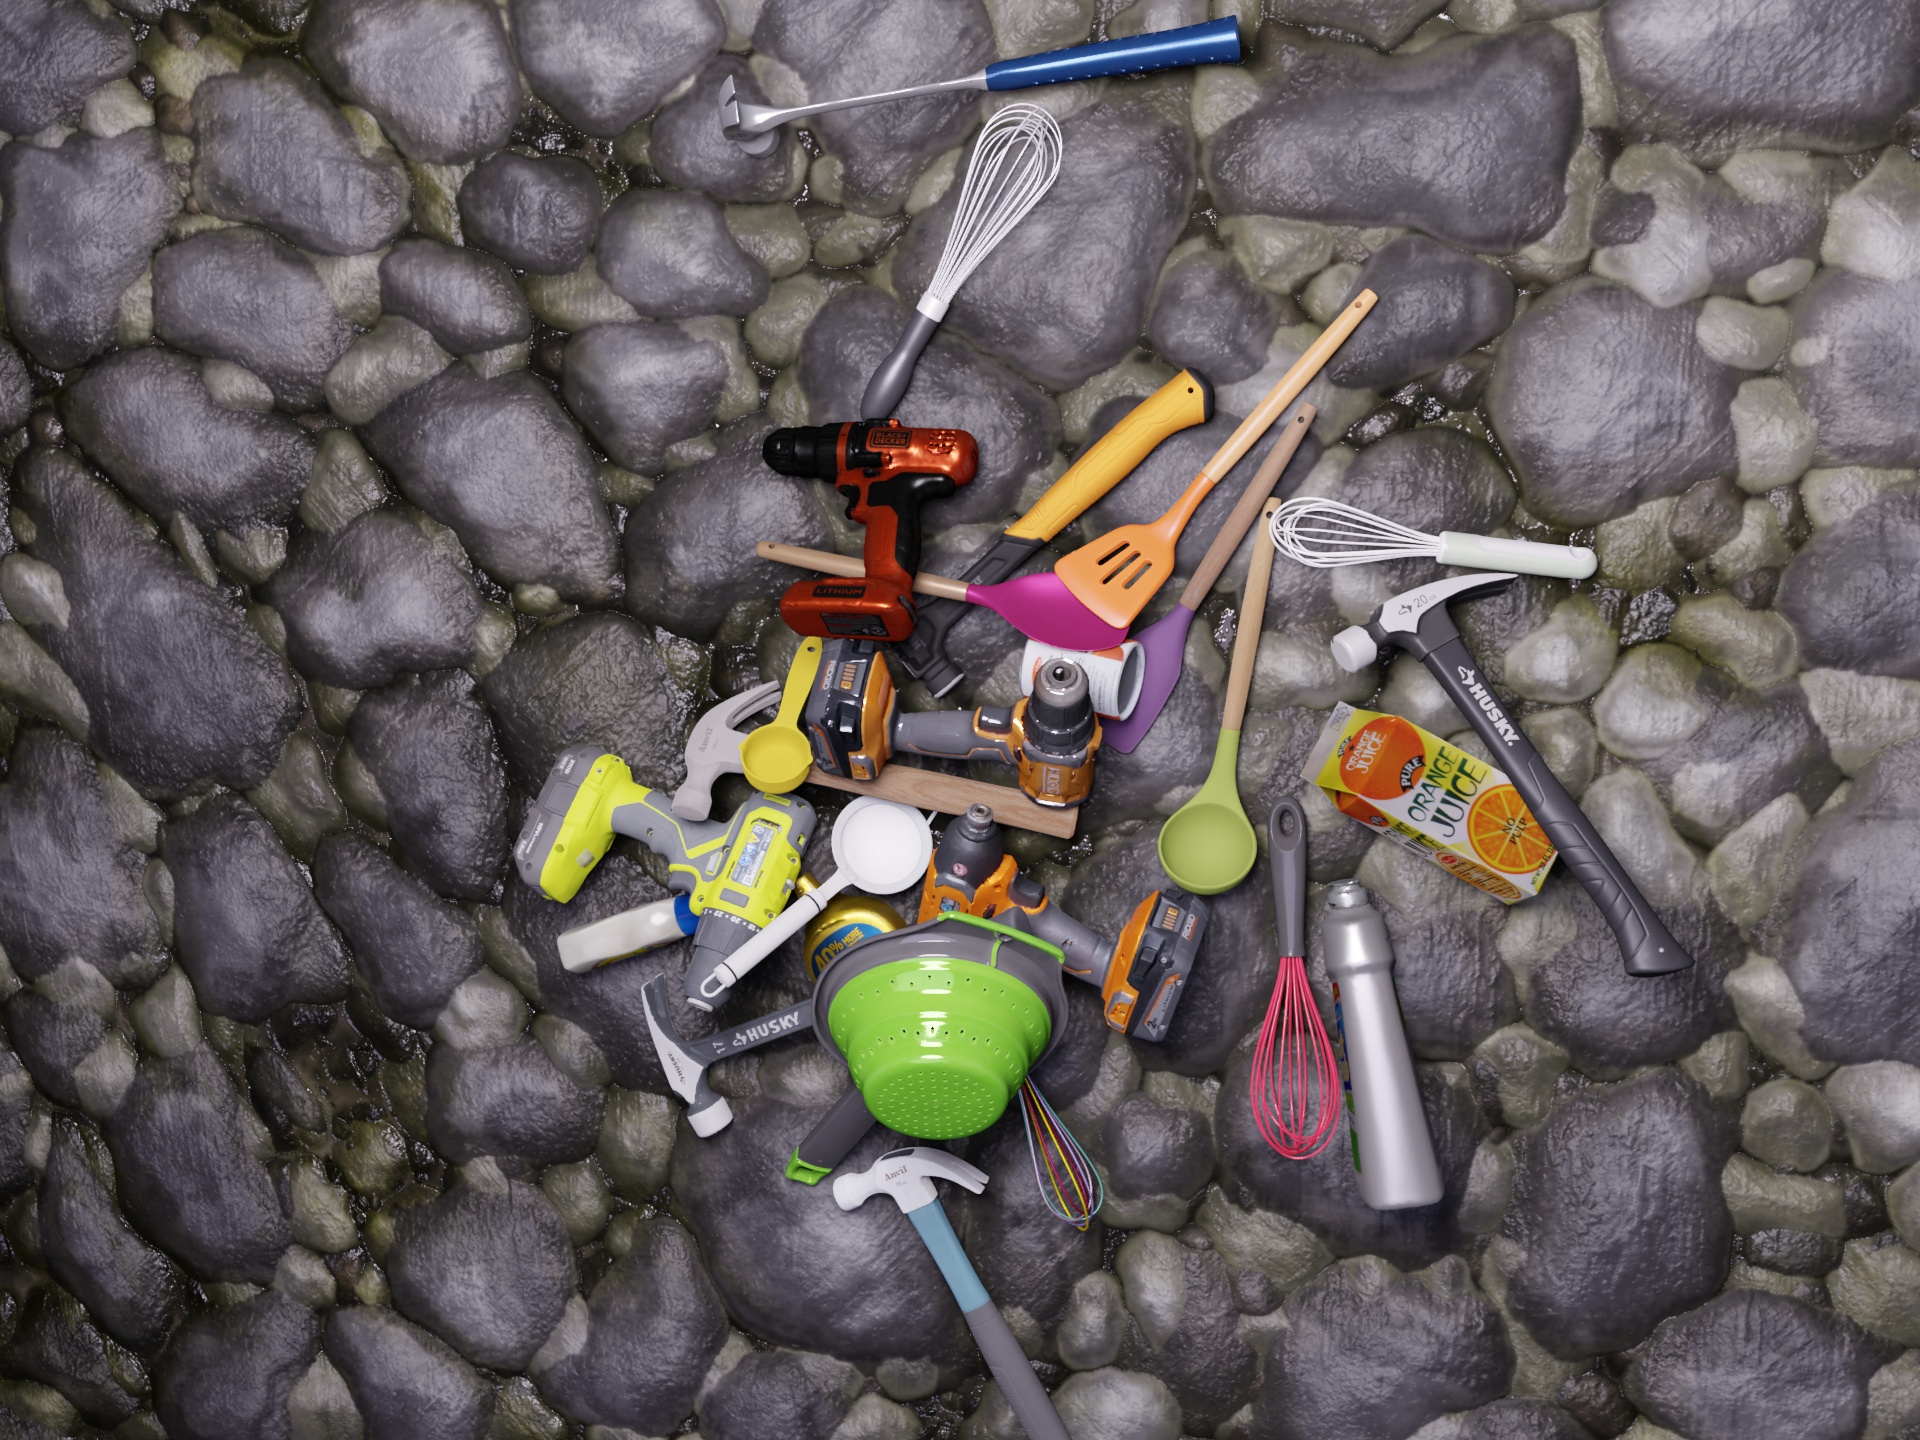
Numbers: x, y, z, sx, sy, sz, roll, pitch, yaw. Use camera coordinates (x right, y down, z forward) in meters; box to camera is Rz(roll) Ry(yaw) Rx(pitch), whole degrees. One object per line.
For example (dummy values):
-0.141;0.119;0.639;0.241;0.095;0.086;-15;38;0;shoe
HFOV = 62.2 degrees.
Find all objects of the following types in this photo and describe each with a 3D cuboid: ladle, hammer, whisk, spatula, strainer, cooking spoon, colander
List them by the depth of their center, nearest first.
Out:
0.425;0.041;1.168;0.146;0.035;0.335;-29;75;-10;hammer
0.361;-0.135;1.220;0.246;0.058;0.059;8;131;8;whisk
0.010;-0.492;1.224;0.405;0.144;0.035;-7;99;8;hammer
0.208;-0.210;1.241;0.322;0.041;0.081;-49;67;11;spatula
0.219;-0.018;1.264;0.078;0.062;0.320;11;97;14;ladle
0.193;-0.114;1.270;0.060;0.018;0.316;35;108;12;spatula
-0.005;-0.360;1.274;0.070;0.070;0.284;35;110;7;whisk
-0.055;0.310;1.282;0.204;0.095;0.397;22;131;-17;colander
-0.018;-0.109;1.284;0.319;0.017;0.069;13;64;14;cooking spoon
0.267;0.208;1.285;0.073;0.073;0.296;-2;91;14;whisk
0.064;-0.169;1.291;0.337;0.034;0.127;-40;88;15;hammer
-0.116;0.144;1.322;0.258;0.050;0.087;-39;86;-26;strainer
-0.065;0.048;1.331;0.331;0.031;0.130;11;62;4;hammer
-0.109;0.232;1.332;0.409;0.036;0.149;-26;93;31;hammer
0.062;0.319;1.355;0.051;0.047;0.245;-22;88;7;whisk
0.019;0.525;1.398;0.128;0.033;0.331;-29;90;17;hammer

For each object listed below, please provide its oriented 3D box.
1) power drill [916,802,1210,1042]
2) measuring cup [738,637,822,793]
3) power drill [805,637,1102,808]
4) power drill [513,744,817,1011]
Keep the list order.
0.079;0.156;1.281;0.226;0.084;0.164;20;133;10;power drill
-0.140;-0.005;1.328;0.062;0.157;0.029;11;144;5;measuring cup
-0.002;-0.004;1.242;0.226;0.185;0.084;9;64;6;power drill
-0.256;0.128;1.355;0.228;0.080;0.191;17;70;13;power drill
